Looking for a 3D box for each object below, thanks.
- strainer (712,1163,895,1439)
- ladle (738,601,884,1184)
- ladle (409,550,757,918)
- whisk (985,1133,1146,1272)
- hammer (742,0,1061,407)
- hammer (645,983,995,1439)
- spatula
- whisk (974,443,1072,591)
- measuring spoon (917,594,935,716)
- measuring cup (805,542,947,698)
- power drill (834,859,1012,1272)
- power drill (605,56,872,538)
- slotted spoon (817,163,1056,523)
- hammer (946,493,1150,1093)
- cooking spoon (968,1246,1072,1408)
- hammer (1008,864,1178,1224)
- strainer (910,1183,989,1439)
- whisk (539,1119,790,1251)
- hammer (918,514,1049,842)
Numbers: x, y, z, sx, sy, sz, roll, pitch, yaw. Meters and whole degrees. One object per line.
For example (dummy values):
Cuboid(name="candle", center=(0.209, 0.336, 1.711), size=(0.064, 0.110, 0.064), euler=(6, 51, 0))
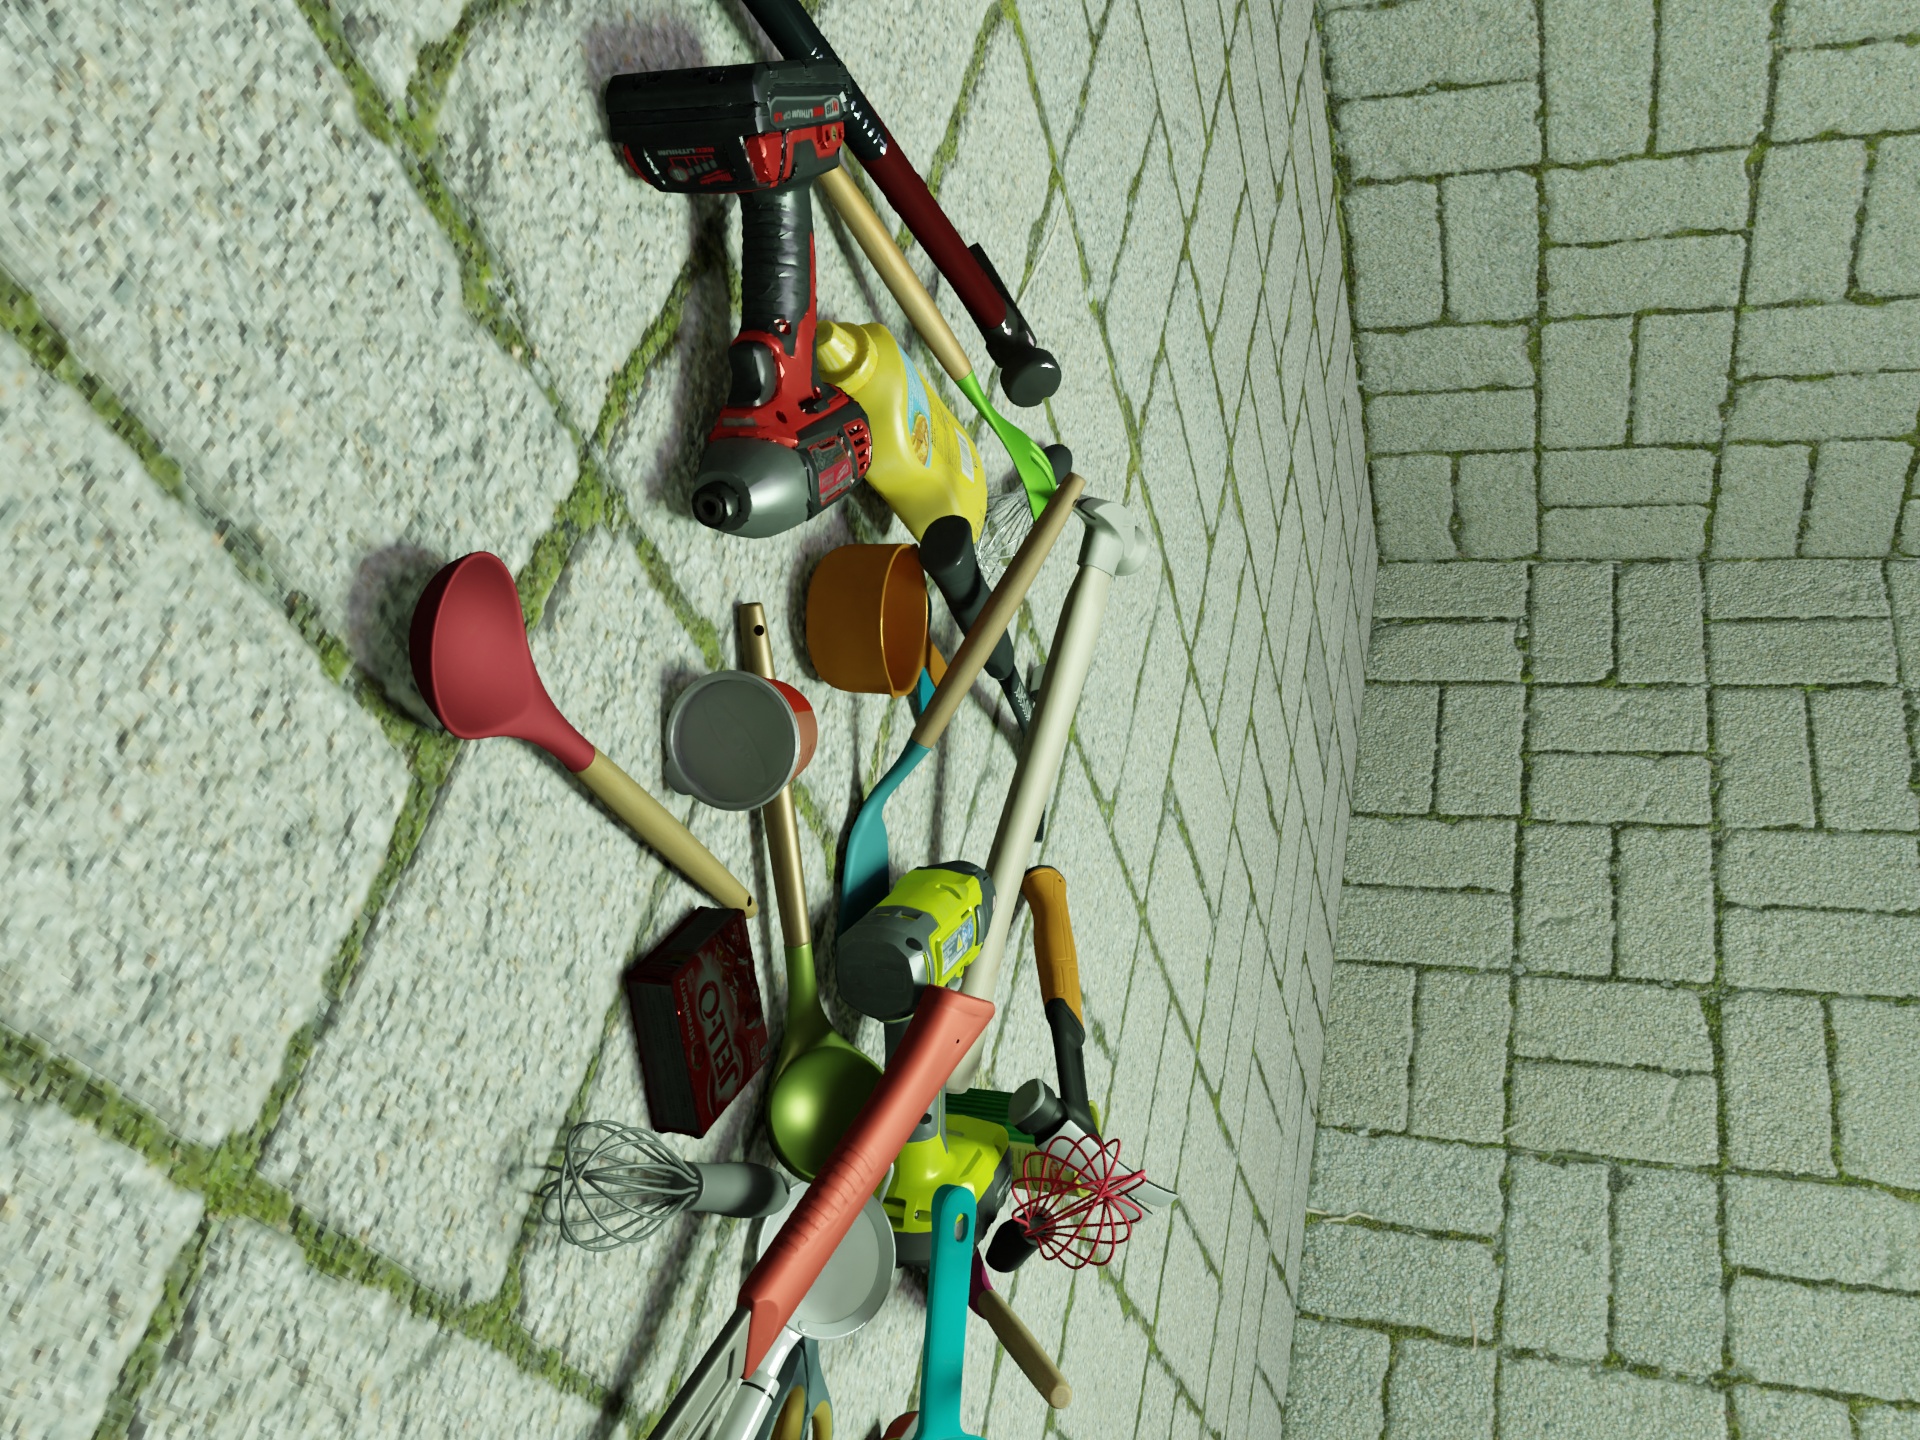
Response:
Cuboid(name="strainer", center=(-0.104, 0.342, 0.836), size=(0.086, 0.050, 0.259), euler=(42, 48, -14))
Cuboid(name="ladle", center=(-0.085, 0.096, 0.850), size=(0.078, 0.062, 0.320), euler=(-13, 103, -31))
Cuboid(name="ladle", center=(-0.154, 0.026, 0.703), size=(0.315, 0.031, 0.069), euler=(59, 40, -57))
Cuboid(name="whisk", center=(0.049, 0.298, 0.944), size=(0.295, 0.073, 0.073), euler=(110, -7, -63))
Cuboid(name="hammer", center=(-0.052, -0.330, 0.897), size=(0.385, 0.038, 0.143), euler=(42, 20, -55))
Cuboid(name="hammer", center=(-0.082, 0.276, 0.782), size=(0.359, 0.037, 0.149), euler=(-52, 139, -36))
Cuboid(name="spatula", center=(-0.002, -0.003, 0.952), size=(0.317, 0.044, 0.082), euler=(-60, 164, 14))
Cuboid(name="whisk", center=(0.046, -0.159, 1.183), size=(0.285, 0.070, 0.070), euler=(-58, 144, -61))
Cuboid(name="measuring spoon", center=(-0.032, -0.033, 1.041), size=(0.128, 0.021, 0.042), euler=(83, 29, -44))
Cuboid(name="measuring cup", center=(-0.046, -0.045, 0.953), size=(0.173, 0.052, 0.095), euler=(57, 39, -68))
Cuboid(name="power drill", center=(-0.016, 0.204, 0.980), size=(0.171, 0.080, 0.223), euler=(-33, 125, -66))
Cuboid(name="power drill", center=(-0.100, -0.199, 0.770), size=(0.143, 0.078, 0.219), euler=(-49, 139, -58))
Cuboid(name="slotted spoon", center=(-0.011, -0.232, 0.980), size=(0.313, 0.031, 0.070), euler=(51, 19, -41))
Cuboid(name="hammer", center=(0.042, 0.051, 1.070), size=(0.146, 0.038, 0.410), euler=(16, 90, -70))
Cuboid(name="cooking spoon", center=(0.022, 0.365, 0.982), size=(0.319, 0.017, 0.069), euler=(155, -76, -78))
Cuboid(name="hammer", center=(0.078, 0.206, 1.133), size=(0.127, 0.034, 0.337), euler=(42, 18, -19))
Cuboid(name="strainer", center=(-0.044, 0.426, 0.875), size=(0.210, 0.095, 0.340), euler=(15, 76, -45))
Cuboid(name="whisk", center=(-0.129, 0.223, 0.755), size=(0.238, 0.055, 0.055), euler=(47, 48, -67))
Cuboid(name="hammer", center=(0.028, -0.032, 1.090), size=(0.408, 0.036, 0.149), euler=(59, 40, -68))
